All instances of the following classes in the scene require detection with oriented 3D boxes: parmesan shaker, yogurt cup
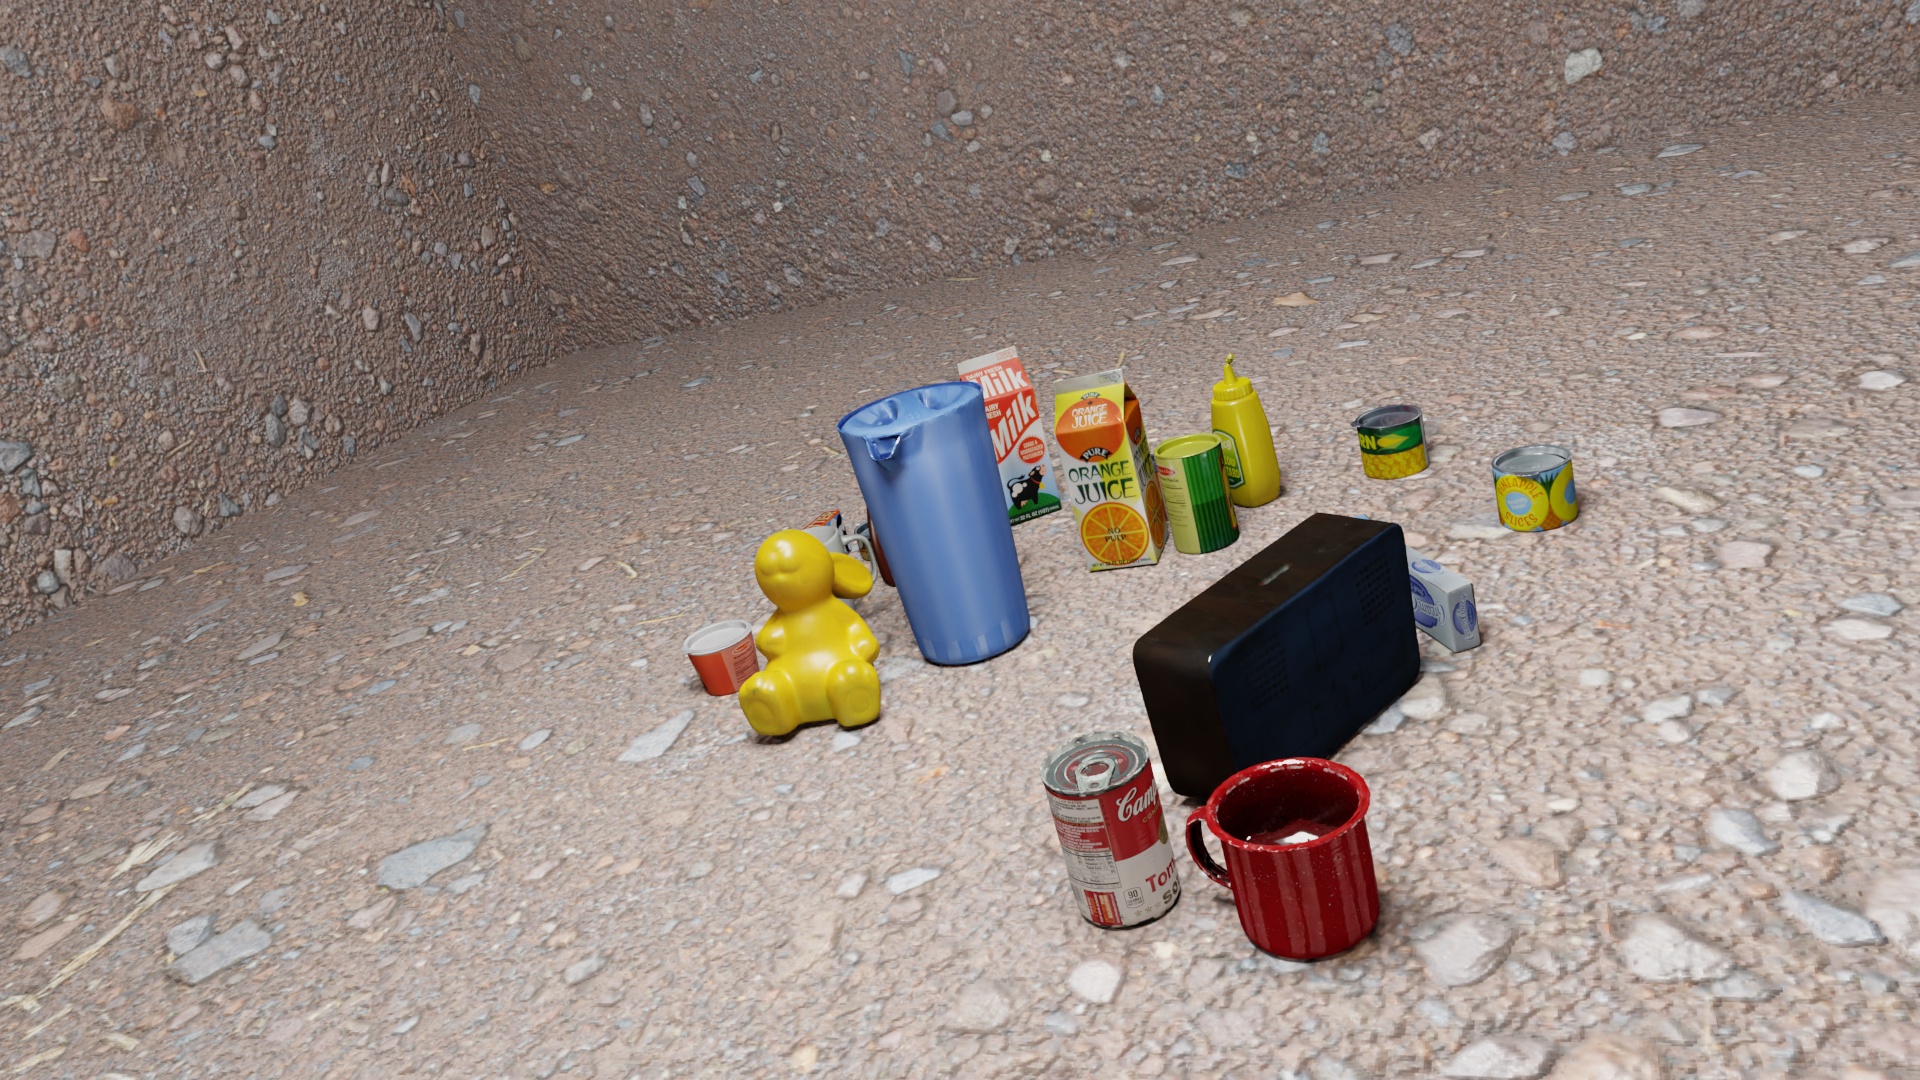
[{"bbox_3d":[0.232,-0.047,1.367,0.071,0.102,0.071,-14,19,5],"label":"parmesan shaker"},{"bbox_3d":[-0.229,0.115,1.349,0.072,0.053,0.072,-14,19,5],"label":"yogurt cup"}]

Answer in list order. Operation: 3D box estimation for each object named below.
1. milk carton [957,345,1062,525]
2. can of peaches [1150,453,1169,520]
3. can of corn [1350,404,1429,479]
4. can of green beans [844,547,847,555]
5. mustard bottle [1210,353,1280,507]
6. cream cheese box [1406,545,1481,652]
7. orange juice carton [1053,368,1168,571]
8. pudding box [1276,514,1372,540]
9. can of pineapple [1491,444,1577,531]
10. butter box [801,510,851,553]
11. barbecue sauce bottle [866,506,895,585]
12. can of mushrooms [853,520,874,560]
[{"bbox_3d":[0.052,-0.120,1.571,0.072,0.190,0.073,-19,19,-9],"label":"milk carton"},{"bbox_3d":[0.197,-0.054,1.480,0.071,0.058,0.071,-14,19,5],"label":"can of peaches"},{"bbox_3d":[0.440,-0.100,1.421,0.071,0.058,0.071,-14,19,5],"label":"can of corn"},{"bbox_3d":[-0.148,0.037,1.493,0.071,0.057,0.071,-14,19,5],"label":"can of green beans"},{"bbox_3d":[0.286,-0.115,1.425,0.049,0.159,0.065,-23,20,-20],"label":"mustard bottle"},{"bbox_3d":[0.368,0.044,1.089,0.024,0.053,0.104,-18,20,-6],"label":"cream cheese box"},{"bbox_3d":[0.146,-0.072,1.367,0.072,0.192,0.073,-8,21,22],"label":"orange juice carton"},{"bbox_3d":[0.323,0.013,1.214,0.084,0.049,0.030,-17,19,-3],"label":"pudding box"},{"bbox_3d":[0.505,-0.045,1.223,0.071,0.057,0.071,-14,19,5],"label":"can of pineapple"},{"bbox_3d":[-0.165,0.010,1.589,0.024,0.053,0.104,-4,23,31],"label":"butter box"},{"bbox_3d":[-0.072,-0.029,1.481,0.065,0.148,0.044,-22,20,-18],"label":"barbecue sauce bottle"},{"bbox_3d":[-0.088,-0.003,1.595,0.071,0.033,0.071,-14,19,5],"label":"can of mushrooms"}]
